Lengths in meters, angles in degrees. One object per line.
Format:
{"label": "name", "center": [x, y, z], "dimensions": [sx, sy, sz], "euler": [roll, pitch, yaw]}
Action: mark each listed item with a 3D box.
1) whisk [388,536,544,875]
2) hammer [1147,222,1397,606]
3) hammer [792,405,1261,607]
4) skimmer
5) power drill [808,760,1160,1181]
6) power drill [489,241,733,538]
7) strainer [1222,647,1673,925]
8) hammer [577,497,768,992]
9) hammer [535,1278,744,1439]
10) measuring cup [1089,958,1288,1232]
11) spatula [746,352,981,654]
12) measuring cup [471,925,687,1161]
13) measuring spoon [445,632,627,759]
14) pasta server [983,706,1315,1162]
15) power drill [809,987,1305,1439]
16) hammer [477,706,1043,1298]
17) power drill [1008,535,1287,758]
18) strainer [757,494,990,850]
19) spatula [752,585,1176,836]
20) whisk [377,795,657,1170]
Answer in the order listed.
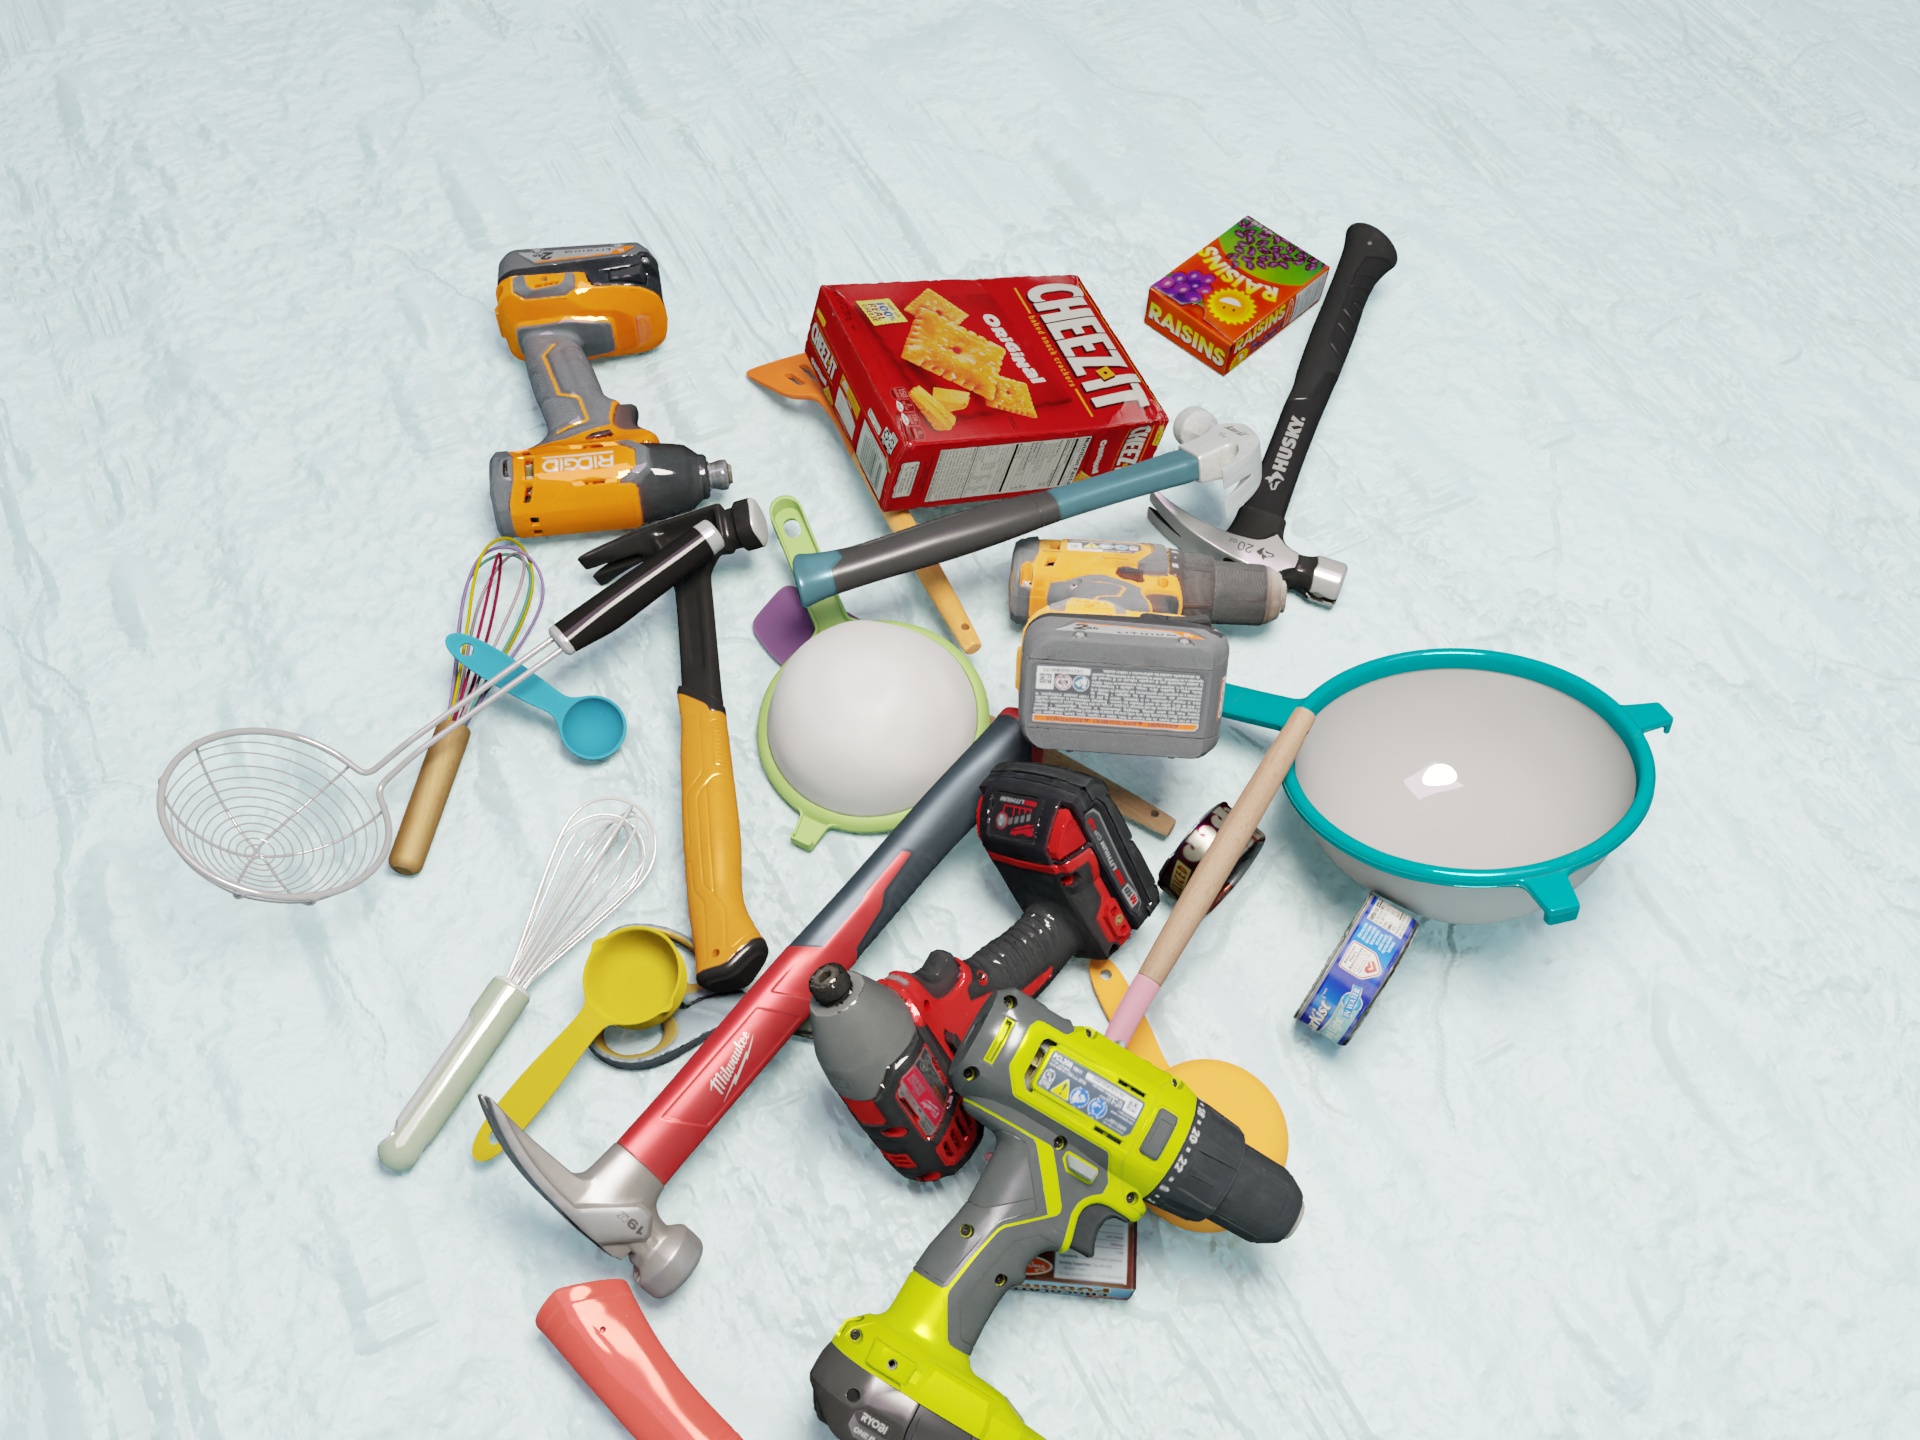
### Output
{"label": "whisk", "center": [-0.321, -0.016, 1.018], "dimensions": [0.051, 0.047, 0.245], "euler": [9, 61, 2]}
{"label": "hammer", "center": [0.252, -0.242, 1.173], "dimensions": [0.146, 0.035, 0.335], "euler": [20, 65, 10]}
{"label": "hammer", "center": [0.046, -0.136, 1.034], "dimensions": [0.331, 0.033, 0.128], "euler": [-19, 30, -14]}
{"label": "skimmer", "center": [-0.293, -0.024, 0.951], "dimensions": [0.363, 0.090, 0.127], "euler": [-38, 74, -16]}
{"label": "power drill", "center": [0.007, 0.130, 0.881], "dimensions": [0.079, 0.143, 0.220], "euler": [8, 47, 46]}
{"label": "power drill", "center": [-0.253, -0.234, 1.141], "dimensions": [0.164, 0.084, 0.227], "euler": [-6, 62, -7]}
{"label": "strainer", "center": [0.247, 0.038, 0.992], "dimensions": [0.340, 0.095, 0.211], "euler": [16, 45, 32]}
{"label": "hammer", "center": [-0.167, 0.011, 0.991], "dimensions": [0.127, 0.034, 0.337], "euler": [-16, 58, 9]}
{"label": "hammer", "center": [-0.080, 0.409, 0.759], "dimensions": [0.359, 0.036, 0.149], "euler": [37, 63, 19]}
{"label": "measuring cup", "center": [0.118, 0.198, 0.893], "dimensions": [0.095, 0.052, 0.174], "euler": [-21, 63, -15]}
{"label": "spatula", "center": [-0.060, -0.166, 1.125], "dimensions": [0.081, 0.041, 0.323], "euler": [-20, 60, -16]}
{"label": "measuring cup", "center": [-0.214, 0.184, 0.893], "dimensions": [0.062, 0.029, 0.156], "euler": [36, 78, 19]}
{"label": "measuring spoon", "center": [-0.272, -0.017, 1.014], "dimensions": [0.128, 0.021, 0.042], "euler": [32, 71, -4]}
{"label": "pasta server", "center": [0.113, 0.119, 0.897], "dimensions": [0.040, 0.060, 0.316], "euler": [30, 75, 12]}
{"label": "power drill", "center": [0.049, 0.273, 0.789], "dimensions": [0.190, 0.080, 0.228], "euler": [31, 75, 0]}
{"label": "hammer", "center": [-0.088, 0.120, 0.893], "dimensions": [0.143, 0.038, 0.386], "euler": [48, 64, -14]}
{"label": "power drill", "center": [0.121, -0.056, 0.997], "dimensions": [0.185, 0.084, 0.226], "euler": [4, 24, 2]}
{"label": "strainer", "center": [-0.077, -0.054, 1.020], "dimensions": [0.151, 0.069, 0.257], "euler": [-21, 66, -6]}
{"label": "spatula", "center": [-0.002, -0.003, 1.038], "dimensions": [0.316, 0.018, 0.060], "euler": [28, 64, 16]}
{"label": "whisk", "center": [-0.254, 0.147, 0.915], "dimensions": [0.059, 0.058, 0.246], "euler": [38, 63, -14]}
